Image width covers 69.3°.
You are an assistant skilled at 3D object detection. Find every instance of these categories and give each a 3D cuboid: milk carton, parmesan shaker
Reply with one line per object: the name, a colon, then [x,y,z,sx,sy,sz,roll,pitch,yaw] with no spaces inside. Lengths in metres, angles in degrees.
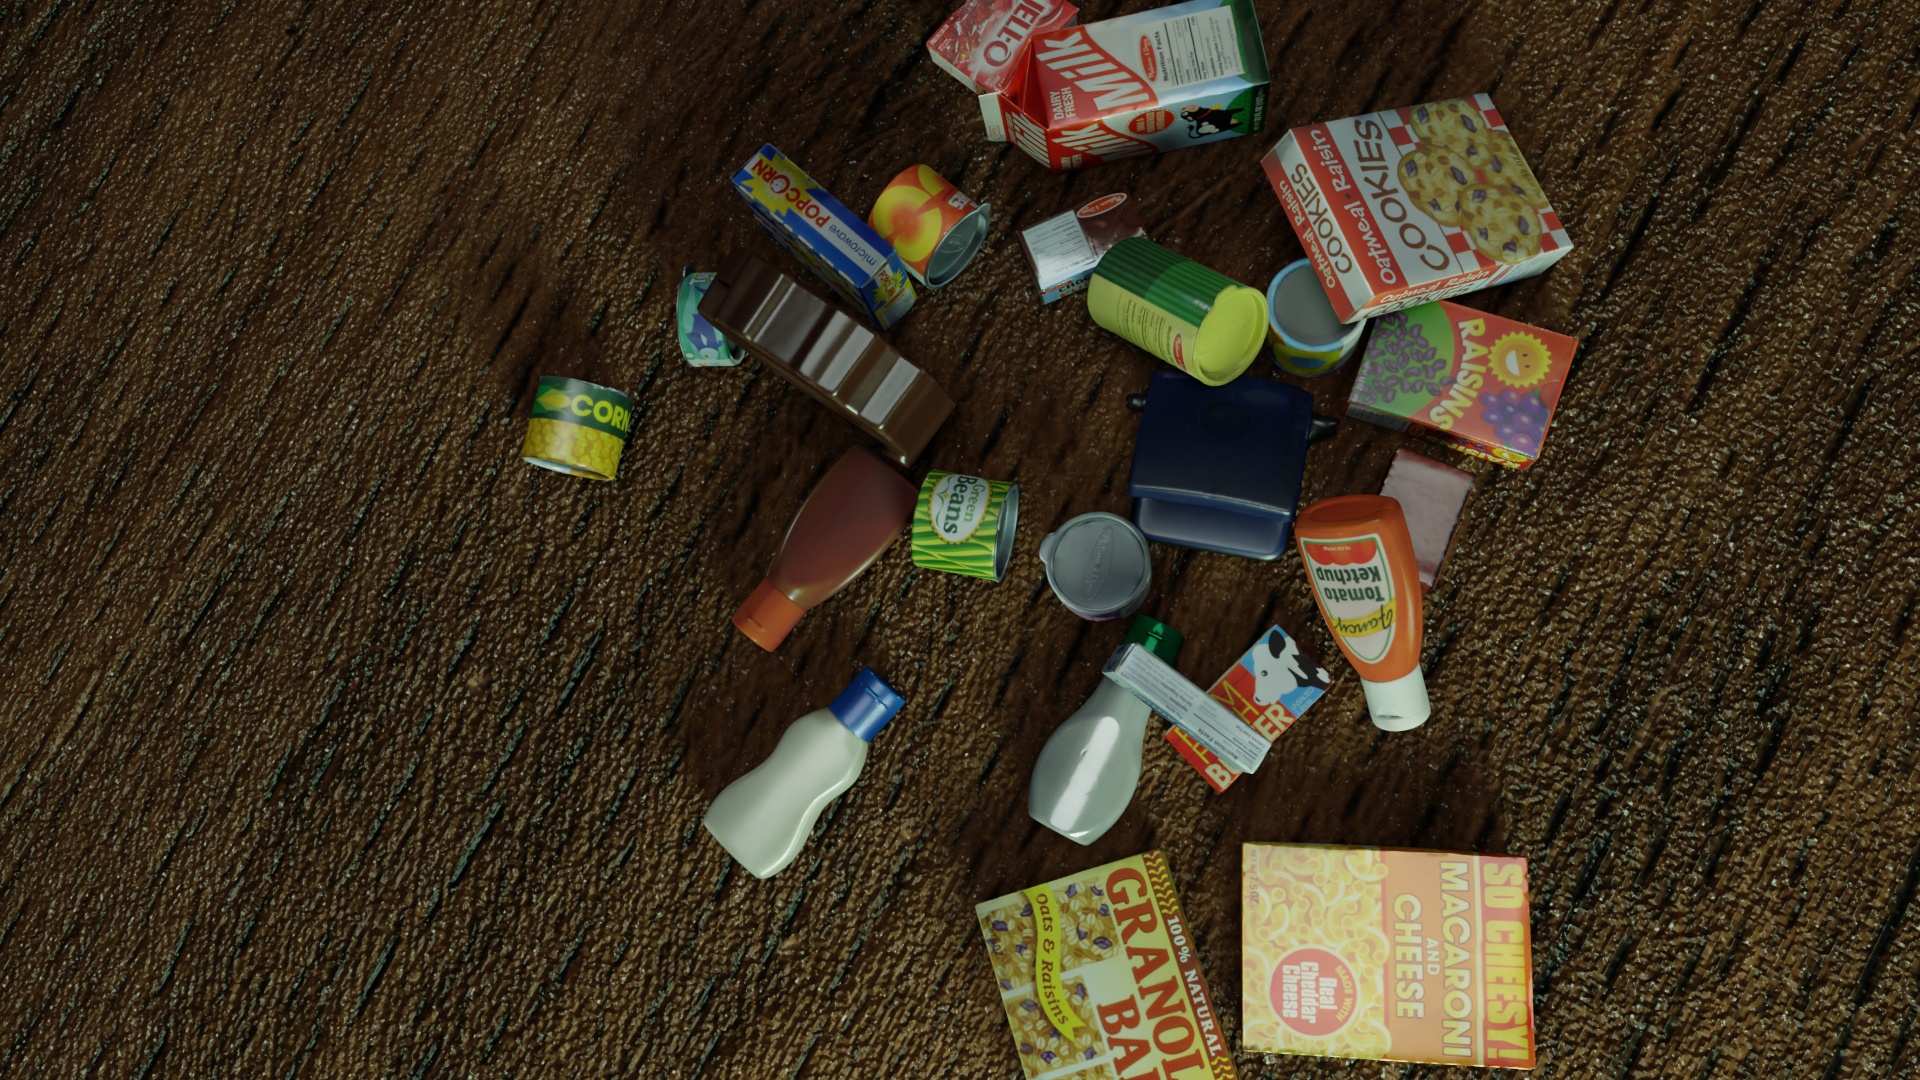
milk carton: [0.109,-0.309,0.955,0.190,0.072,0.073,-10,78,6]
parmesan shaker: [0.140,-0.153,0.902,0.071,0.071,0.103,-50,49,-2]

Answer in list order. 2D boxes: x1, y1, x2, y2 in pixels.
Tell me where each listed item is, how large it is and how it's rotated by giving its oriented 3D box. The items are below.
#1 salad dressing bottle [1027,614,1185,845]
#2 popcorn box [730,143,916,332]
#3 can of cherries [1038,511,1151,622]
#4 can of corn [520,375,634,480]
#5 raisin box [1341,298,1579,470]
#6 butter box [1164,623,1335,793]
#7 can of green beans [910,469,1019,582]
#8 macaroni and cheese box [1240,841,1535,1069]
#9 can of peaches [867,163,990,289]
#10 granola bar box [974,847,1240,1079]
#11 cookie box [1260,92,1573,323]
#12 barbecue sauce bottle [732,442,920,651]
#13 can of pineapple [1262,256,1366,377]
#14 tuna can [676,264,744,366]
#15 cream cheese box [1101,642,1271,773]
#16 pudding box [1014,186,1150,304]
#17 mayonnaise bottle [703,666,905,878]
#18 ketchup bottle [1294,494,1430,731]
salad dressing bottle: [0.096,0.120,0.890,0.064,0.044,0.148,27,83,11]
popcorn box: [-0.092,-0.207,0.959,0.127,0.085,0.038,42,87,14]
can of cherries: [0.089,0.017,0.903,0.071,0.058,0.071,-1,80,9]
can of corn: [-0.266,-0.078,0.970,0.071,0.071,0.058,10,82,11]
raisin box: [0.322,-0.106,0.900,0.123,0.040,0.086,20,82,11]
butter box: [0.184,0.108,0.888,0.103,0.024,0.053,-45,76,-2]
can of green beans: [0.003,-0.010,0.917,0.058,0.071,0.071,10,81,11]
macaroni and cheese box: [0.255,0.248,0.843,0.166,0.040,0.124,1,79,9]
can of peaches: [-0.021,-0.219,0.960,0.058,0.071,0.071,41,88,14]
granola bar box: [0.093,0.288,0.860,0.124,0.039,0.166,-19,77,5]
cookie box: [0.292,-0.214,0.890,0.168,0.040,0.123,-16,75,-22]
barbecue sauce bottle: [-0.094,0.008,0.940,0.065,0.043,0.148,40,88,8]
can of pineapple: [0.230,-0.147,0.912,0.071,0.058,0.071,-2,79,9]
tuna can: [-0.173,-0.157,0.971,0.033,0.071,0.071,0,80,7]
cream cheese box: [0.137,0.101,0.845,0.104,0.053,0.024,36,84,2]
pudding box: [0.086,-0.203,0.960,0.084,0.030,0.050,-23,76,4]
mayonnaise bottle: [-0.098,0.149,0.916,0.065,0.041,0.148,42,87,12]
ketchup bottle: [0.252,0.045,0.845,0.064,0.044,0.148,-3,118,40]
